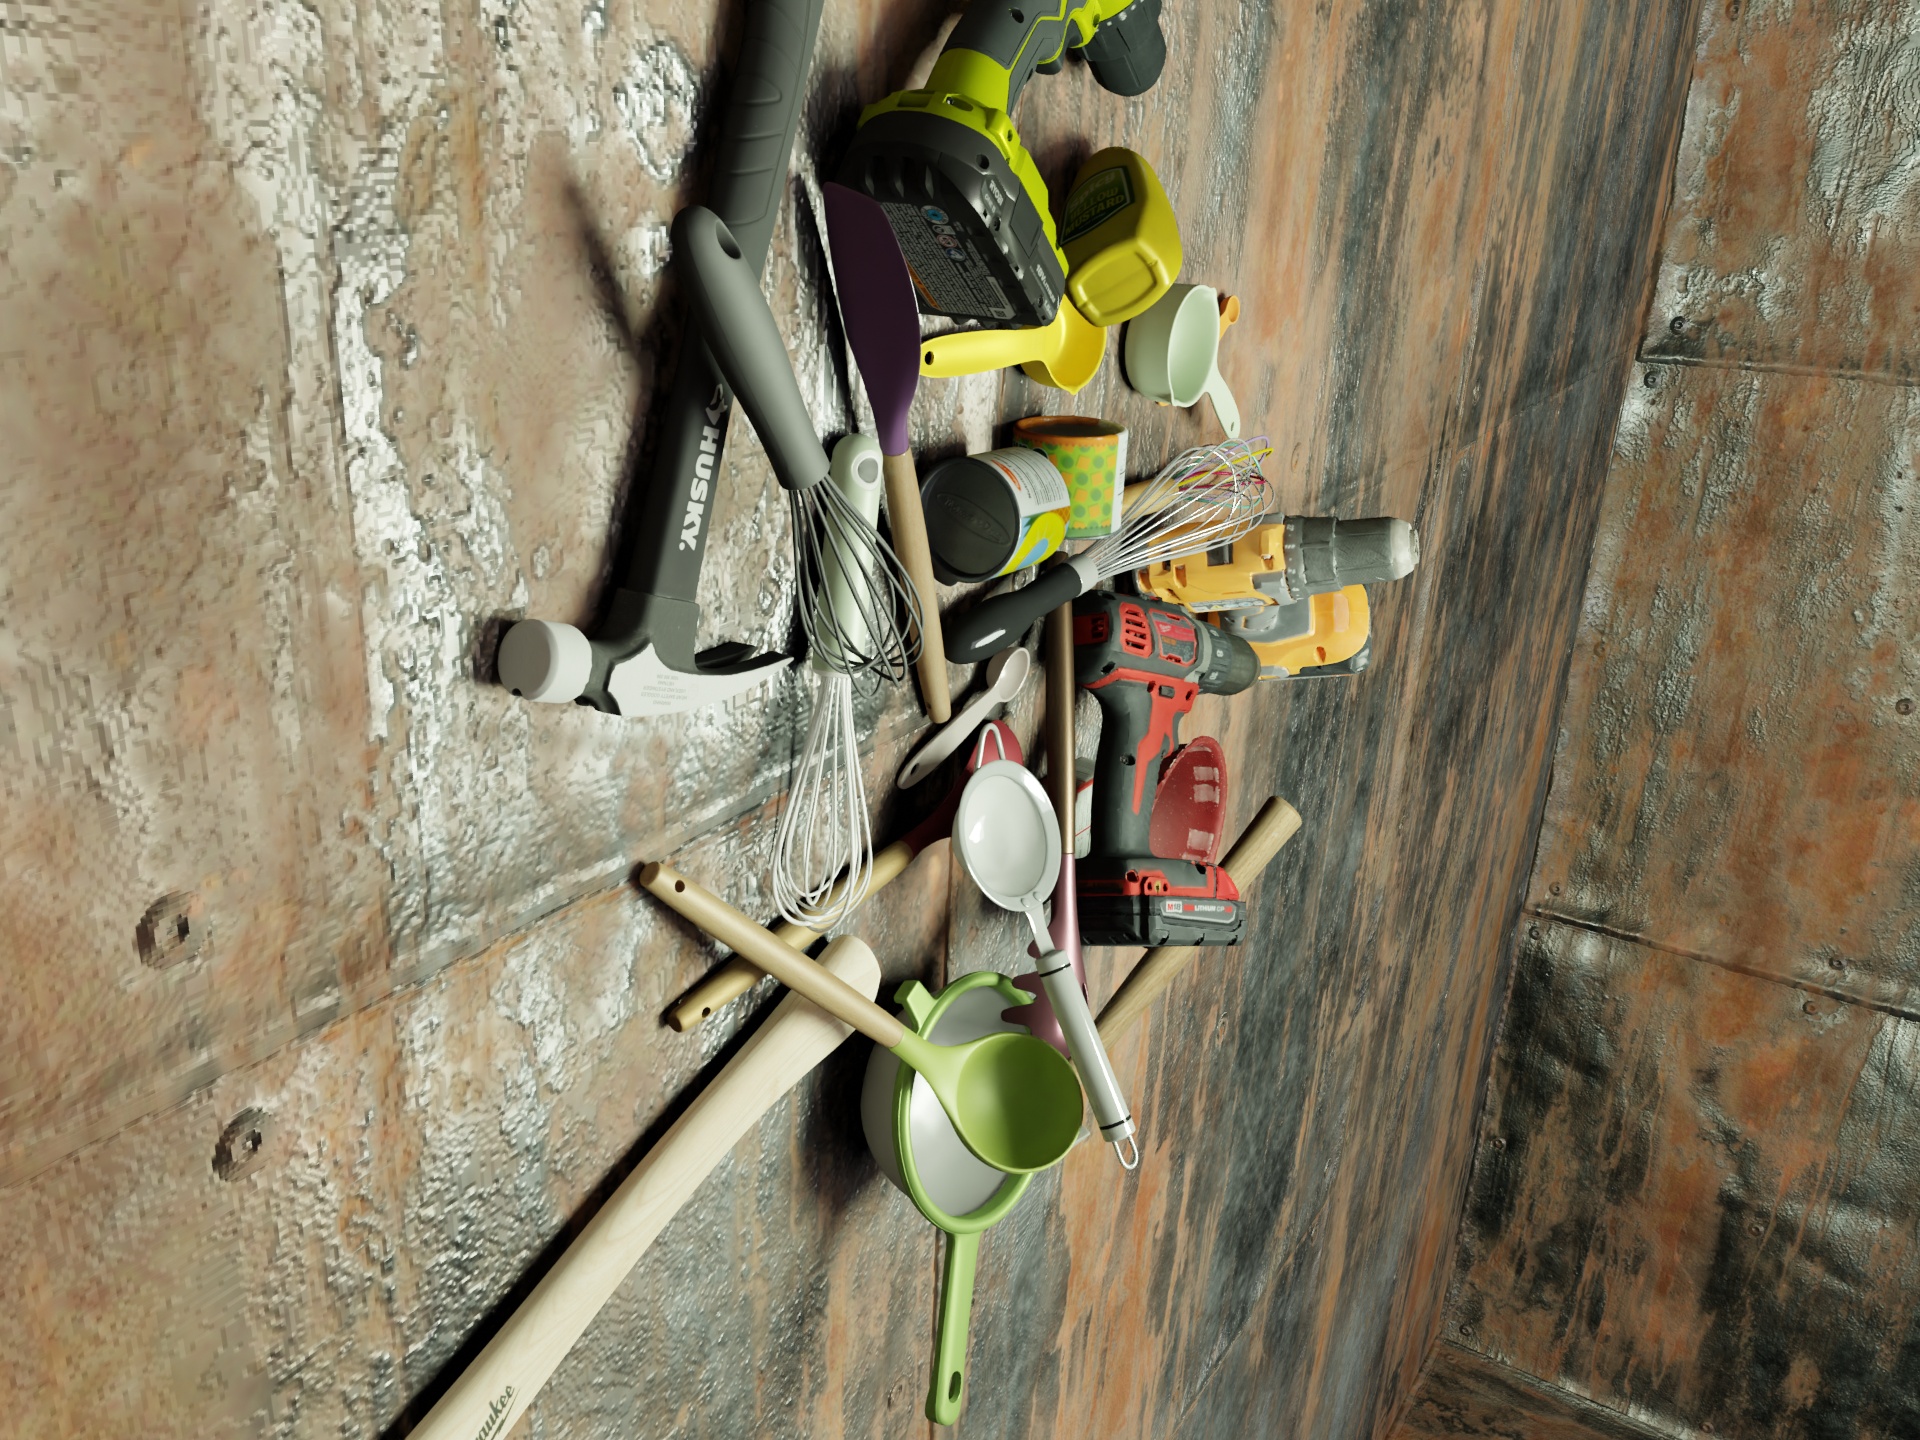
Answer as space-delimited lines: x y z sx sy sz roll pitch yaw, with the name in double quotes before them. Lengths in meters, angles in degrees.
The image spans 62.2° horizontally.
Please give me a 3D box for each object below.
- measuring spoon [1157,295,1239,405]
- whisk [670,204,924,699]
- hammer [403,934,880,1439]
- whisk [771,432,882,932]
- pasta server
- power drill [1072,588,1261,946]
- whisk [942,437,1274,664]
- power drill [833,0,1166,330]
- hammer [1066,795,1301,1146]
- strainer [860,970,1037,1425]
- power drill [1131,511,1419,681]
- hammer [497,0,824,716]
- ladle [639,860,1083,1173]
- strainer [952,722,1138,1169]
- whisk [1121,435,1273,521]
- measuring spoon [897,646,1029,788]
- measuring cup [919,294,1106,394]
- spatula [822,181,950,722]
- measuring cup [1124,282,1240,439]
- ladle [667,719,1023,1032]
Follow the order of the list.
"measuring spoon" 0.161 -0.253 1.090 0.117 0.011 0.021 -53 138 -28
"whisk" -0.067 -0.101 0.656 0.055 0.055 0.238 -54 140 -32
"hammer" -0.164 0.237 0.730 0.411 0.038 0.146 -48 140 -39
"whisk" -0.062 -0.016 0.778 0.057 0.059 0.246 0 99 -40
"pasta server" 0.055 0.054 0.962 0.060 0.040 0.316 10 77 -53
"power drill" 0.136 0.033 1.038 0.187 0.080 0.227 9 78 -46
"whisk" 0.090 -0.101 0.957 0.284 0.070 0.070 -32 132 -34
"power drill" 0.035 -0.310 0.772 0.190 0.080 0.228 43 64 -60
"hammer" 0.129 0.189 1.124 0.331 0.031 0.129 -50 148 -5
"strainer" -0.017 0.274 0.938 0.151 0.069 0.256 15 78 -52
"power drill" 0.239 -0.091 1.125 0.226 0.185 0.084 27 61 -64
"hammer" -0.096 -0.166 0.655 0.146 0.035 0.335 6 98 -60
"ladle" -0.041 0.149 0.808 0.319 0.062 0.078 43 51 -40
"strainer" 0.046 0.129 0.891 0.087 0.050 0.258 -16 83 -49
"whisk" 0.149 -0.156 1.085 0.245 0.047 0.051 -24 112 -49
"measuring spoon" -0.001 -0.003 0.924 0.124 0.018 0.034 -45 147 -32
"measuring cup" 0.021 -0.203 0.860 0.156 0.029 0.062 -20 119 -43
"spatula" -0.028 -0.114 0.791 0.018 0.060 0.315 -36 140 -25
"measuring cup" 0.151 -0.228 1.054 0.167 0.038 0.083 36 72 -62
"ladle" -0.048 0.082 0.870 0.315 0.031 0.069 -35 133 -47
